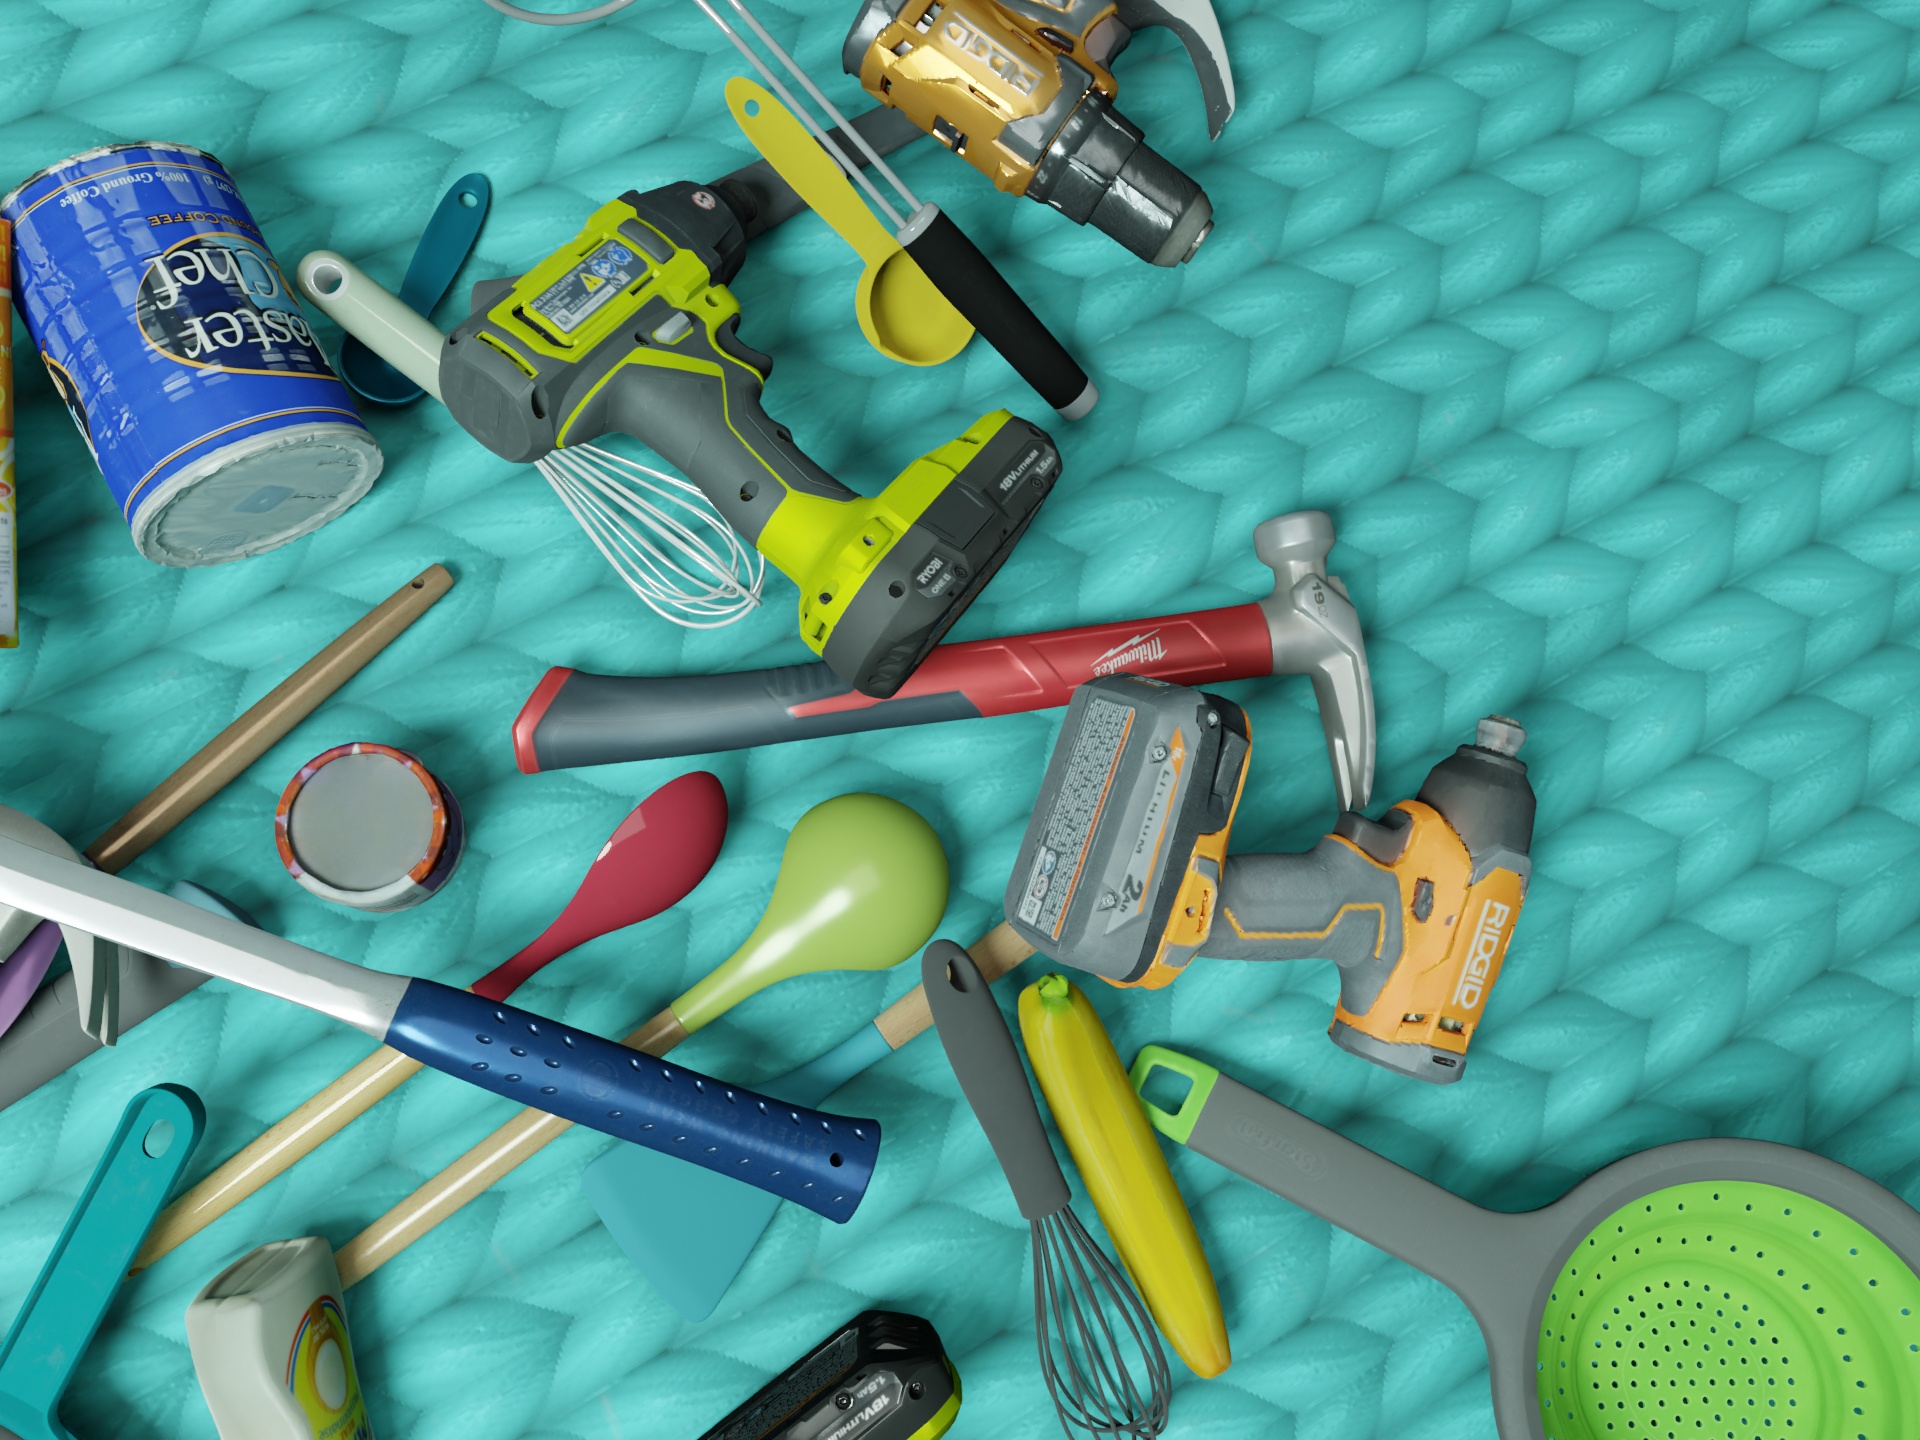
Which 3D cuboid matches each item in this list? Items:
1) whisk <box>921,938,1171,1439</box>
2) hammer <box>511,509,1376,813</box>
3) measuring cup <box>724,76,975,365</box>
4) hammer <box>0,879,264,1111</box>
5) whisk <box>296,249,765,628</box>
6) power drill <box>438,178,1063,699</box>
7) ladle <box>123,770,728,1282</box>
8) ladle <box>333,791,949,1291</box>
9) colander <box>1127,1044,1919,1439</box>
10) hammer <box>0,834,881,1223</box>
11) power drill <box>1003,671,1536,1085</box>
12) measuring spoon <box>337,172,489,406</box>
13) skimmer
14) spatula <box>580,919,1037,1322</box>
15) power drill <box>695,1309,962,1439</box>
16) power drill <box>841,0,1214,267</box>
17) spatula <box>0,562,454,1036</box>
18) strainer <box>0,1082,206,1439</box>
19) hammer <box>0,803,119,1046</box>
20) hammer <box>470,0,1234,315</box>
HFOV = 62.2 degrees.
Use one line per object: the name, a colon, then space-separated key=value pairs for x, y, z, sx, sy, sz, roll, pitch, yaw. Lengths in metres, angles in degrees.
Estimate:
whisk: x=0.032 y=0.202 z=0.662 sx=0.055 sy=0.055 sz=0.239 roll=-23 pitch=94 yaw=-12
hammer: x=-0.001 y=-0.002 z=0.718 sx=0.386 sy=0.038 sz=0.143 roll=-8 pitch=83 yaw=-10
measuring cup: x=-0.053 y=-0.227 z=0.725 sx=0.062 sy=0.029 sz=0.156 roll=-47 pitch=115 yaw=-5
hammer: x=-0.430 y=0.166 z=0.620 sx=0.331 sy=0.033 sz=0.128 roll=-34 pitch=86 yaw=-13
whisk: x=-0.186 y=-0.124 z=0.695 sx=0.246 sy=0.059 sz=0.058 roll=37 pitch=88 yaw=-3
power drill: x=-0.077 y=-0.129 z=0.669 sx=0.223 sy=0.080 sz=0.171 roll=37 pitch=58 yaw=1
ladle: x=-0.220 y=0.129 z=0.655 sx=0.315 sy=0.069 sz=0.031 roll=-37 pitch=61 yaw=-8
ladle: x=-0.139 y=0.141 z=0.674 sx=0.320 sy=0.062 sz=0.078 roll=-36 pitch=91 yaw=-6
colander: x=0.254 y=0.251 z=0.696 sx=0.397 sy=0.094 sz=0.204 roll=26 pitch=77 yaw=15
hammer: x=-0.224 y=0.110 z=0.595 sx=0.405 sy=0.035 sz=0.144 roll=23 pitch=63 yaw=-12
power drill: x=0.147 y=0.053 z=0.672 sx=0.226 sy=0.084 sz=0.164 roll=19 pitch=91 yaw=-26
measuring spoon: x=-0.245 y=-0.196 z=0.728 sx=0.042 sy=0.021 sz=0.129 roll=23 pitch=68 yaw=-14
skimmer: x=-0.053 y=-0.241 z=0.650 sx=0.127 sy=0.090 sz=0.363 roll=-43 pitch=120 yaw=10
spatula: x=-0.009 y=0.123 z=0.679 sx=0.317 sy=0.044 sz=0.082 roll=-36 pitch=99 yaw=-6
power drill: x=0.004 y=0.356 z=0.628 sx=0.190 sy=0.080 sz=0.228 roll=-36 pitch=89 yaw=-6
power drill: x=0.080 y=-0.337 z=0.736 sx=0.185 sy=0.084 sz=0.226 roll=35 pitch=82 yaw=-4
spatula: x=-0.329 y=0.042 z=0.649 sx=0.060 sy=0.018 sz=0.316 roll=37 pitch=68 yaw=17
strainer: x=-0.368 y=0.287 z=0.549 sx=0.211 sy=0.095 sz=0.340 roll=27 pitch=87 yaw=1
hammer: x=-0.421 y=0.180 z=0.557 sx=0.130 sy=0.031 sz=0.331 roll=24 pitch=68 yaw=3
hammer: x=-0.049 y=-0.270 z=0.761 sx=0.409 sy=0.036 sz=0.149 roll=-32 pitch=87 yaw=-13
